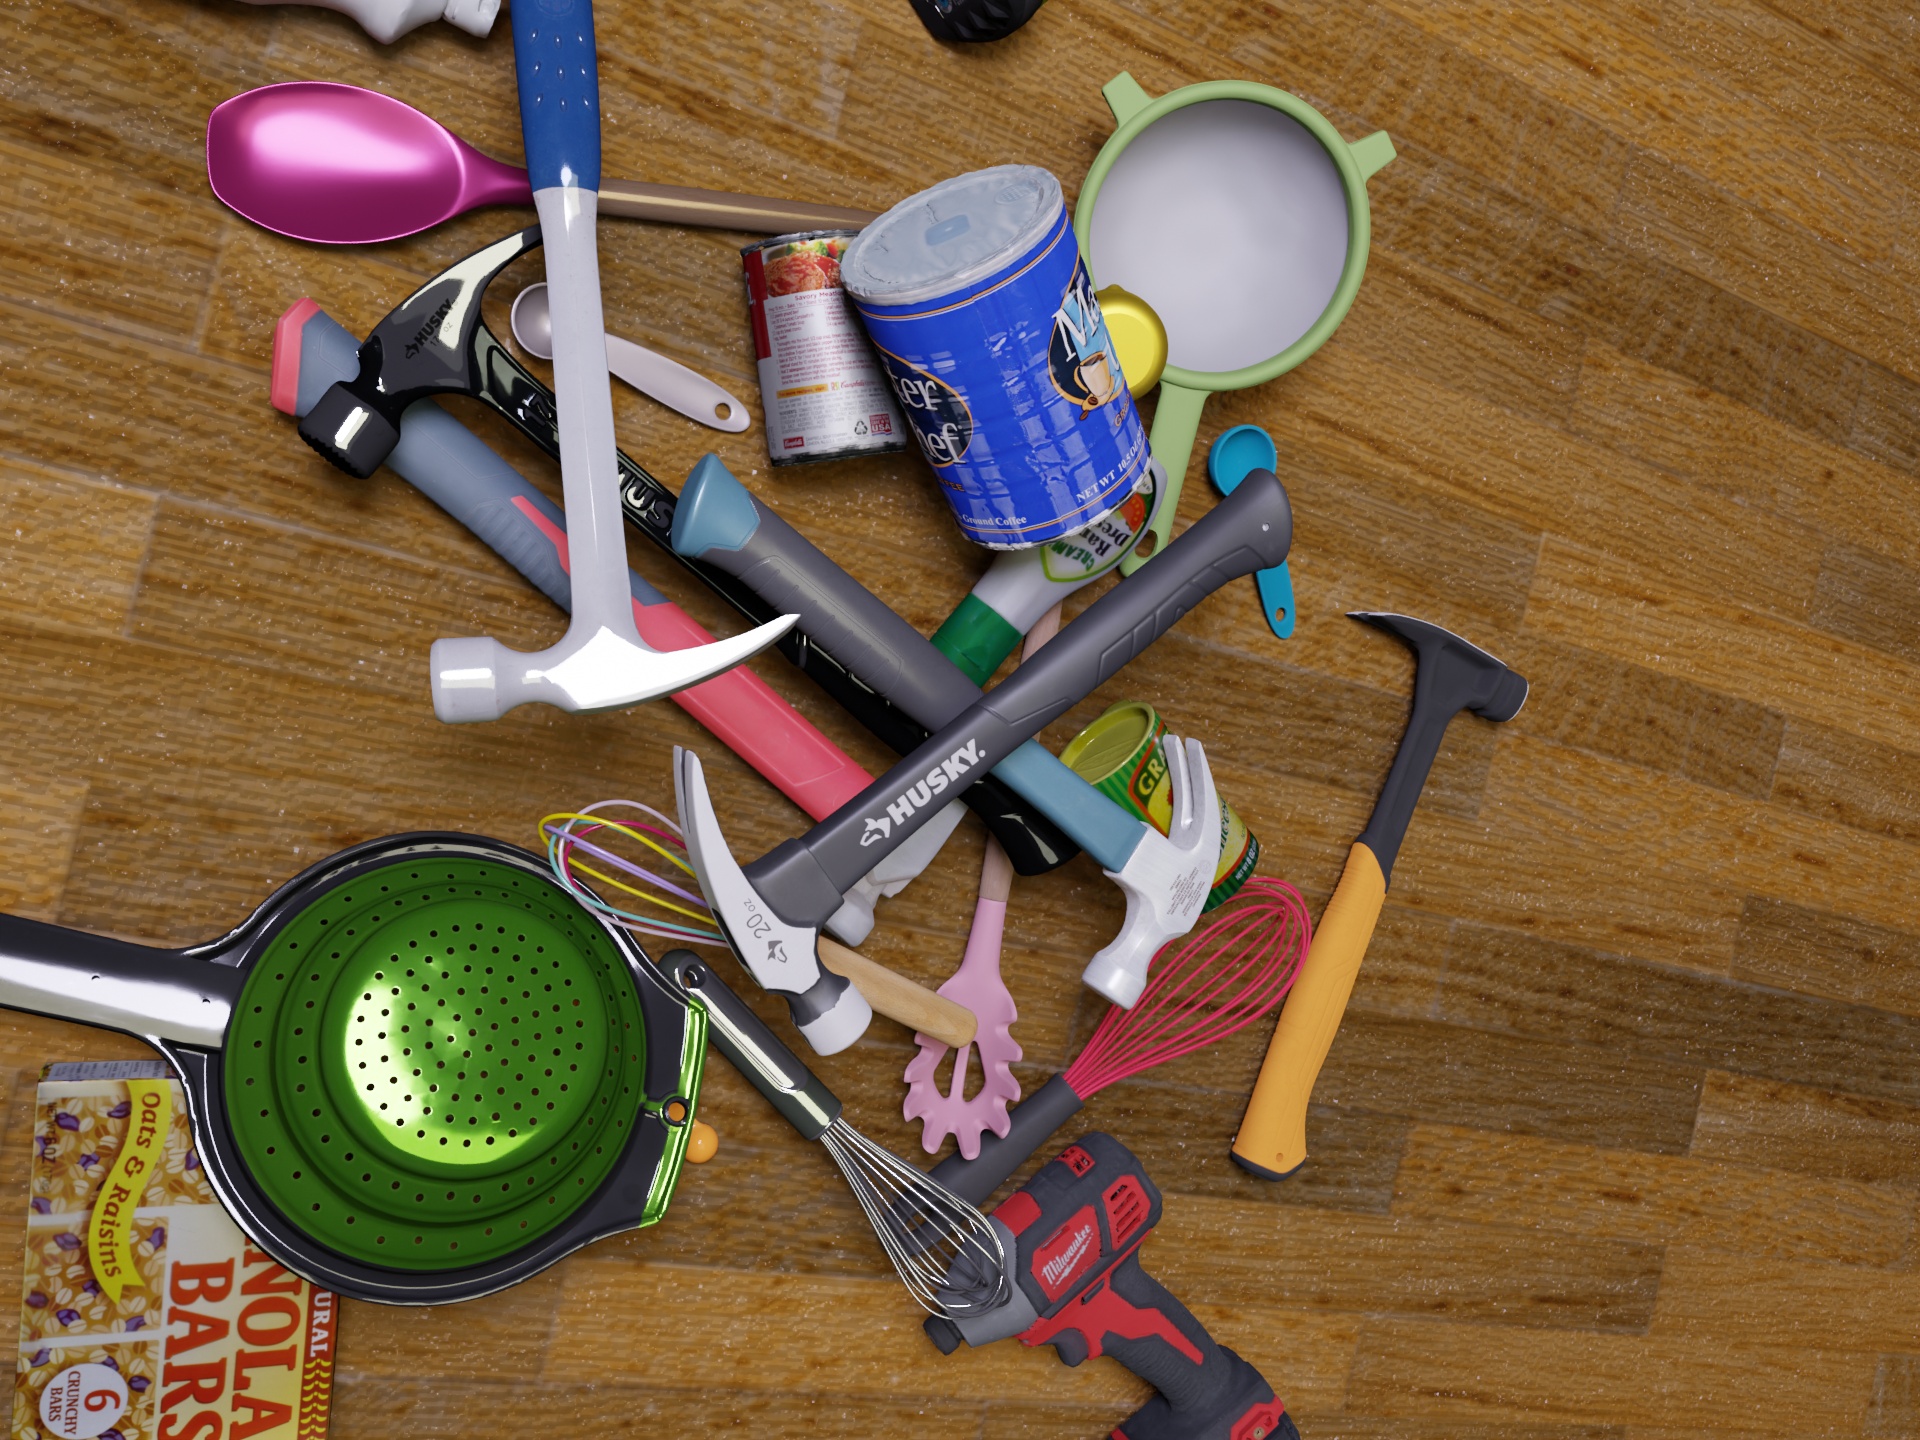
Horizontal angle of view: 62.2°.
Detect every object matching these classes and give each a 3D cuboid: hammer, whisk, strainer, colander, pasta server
[{"bbox_3d":[-0.086,-0.056,0.737,0.408,0.036,0.149,40,75,-23],"label":"hammer"},{"bbox_3d":[0.024,-0.011,0.716,0.335,0.035,0.146,-39,110,-16],"label":"hammer"},{"bbox_3d":[-0.089,0.102,0.750,0.244,0.051,0.047,31,114,-25],"label":"whisk"},{"bbox_3d":[0.120,-0.203,0.845,0.151,0.069,0.256,10,110,-6],"label":"strainer"},{"bbox_3d":[-0.284,0.113,0.639,0.396,0.094,0.205,18,65,-19],"label":"colander"},{"bbox_3d":[-0.062,0.204,0.786,0.246,0.059,0.058,47,51,-7],"label":"whisk"},{"bbox_3d":[-0.145,-0.061,0.746,0.386,0.038,0.143,42,76,-22],"label":"hammer"},{"bbox_3d":[-0.155,-0.204,0.652,0.144,0.035,0.405,-5,84,-15],"label":"hammer"},{"bbox_3d":[0.227,0.104,0.931,0.127,0.034,0.337,24,85,-25],"label":"hammer"},{"bbox_3d":[0.074,0.186,0.860,0.296,0.073,0.073,-39,109,-9],"label":"whisk"},{"bbox_3d":[0.023,0.068,0.834,0.060,0.040,0.316,11,89,-3],"label":"pasta server"},{"bbox_3d":[-0.001,-0.002,0.742,0.330,0.033,0.128,39,78,-22],"label":"hammer"}]

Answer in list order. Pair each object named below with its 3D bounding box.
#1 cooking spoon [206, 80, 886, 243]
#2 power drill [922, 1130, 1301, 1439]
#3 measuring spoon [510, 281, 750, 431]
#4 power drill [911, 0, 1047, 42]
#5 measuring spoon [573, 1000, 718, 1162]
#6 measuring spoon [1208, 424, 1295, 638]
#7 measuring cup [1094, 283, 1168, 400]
[{"bbox_3d":[-0.170,-0.241,0.730,0.318,0.017,0.069,-1,92,-24],"label":"cooking spoon"},{"bbox_3d":[0.081,0.348,0.867,0.143,0.078,0.219,-36,105,-17],"label":"power drill"},{"bbox_3d":[-0.154,-0.166,0.748,0.124,0.018,0.034,24,85,-31],"label":"measuring spoon"},{"bbox_3d":[0.050,-0.461,0.779,0.228,0.080,0.190,-41,110,-19],"label":"power drill"},{"bbox_3d":[-0.154,0.173,0.777,0.021,0.011,0.116,-38,108,-17],"label":"measuring spoon"},{"bbox_3d":[0.165,-0.105,0.898,0.042,0.021,0.128,-27,114,-19],"label":"measuring spoon"},{"bbox_3d":[0.027,-0.187,0.792,0.156,0.029,0.062,2,109,-5],"label":"measuring cup"}]
